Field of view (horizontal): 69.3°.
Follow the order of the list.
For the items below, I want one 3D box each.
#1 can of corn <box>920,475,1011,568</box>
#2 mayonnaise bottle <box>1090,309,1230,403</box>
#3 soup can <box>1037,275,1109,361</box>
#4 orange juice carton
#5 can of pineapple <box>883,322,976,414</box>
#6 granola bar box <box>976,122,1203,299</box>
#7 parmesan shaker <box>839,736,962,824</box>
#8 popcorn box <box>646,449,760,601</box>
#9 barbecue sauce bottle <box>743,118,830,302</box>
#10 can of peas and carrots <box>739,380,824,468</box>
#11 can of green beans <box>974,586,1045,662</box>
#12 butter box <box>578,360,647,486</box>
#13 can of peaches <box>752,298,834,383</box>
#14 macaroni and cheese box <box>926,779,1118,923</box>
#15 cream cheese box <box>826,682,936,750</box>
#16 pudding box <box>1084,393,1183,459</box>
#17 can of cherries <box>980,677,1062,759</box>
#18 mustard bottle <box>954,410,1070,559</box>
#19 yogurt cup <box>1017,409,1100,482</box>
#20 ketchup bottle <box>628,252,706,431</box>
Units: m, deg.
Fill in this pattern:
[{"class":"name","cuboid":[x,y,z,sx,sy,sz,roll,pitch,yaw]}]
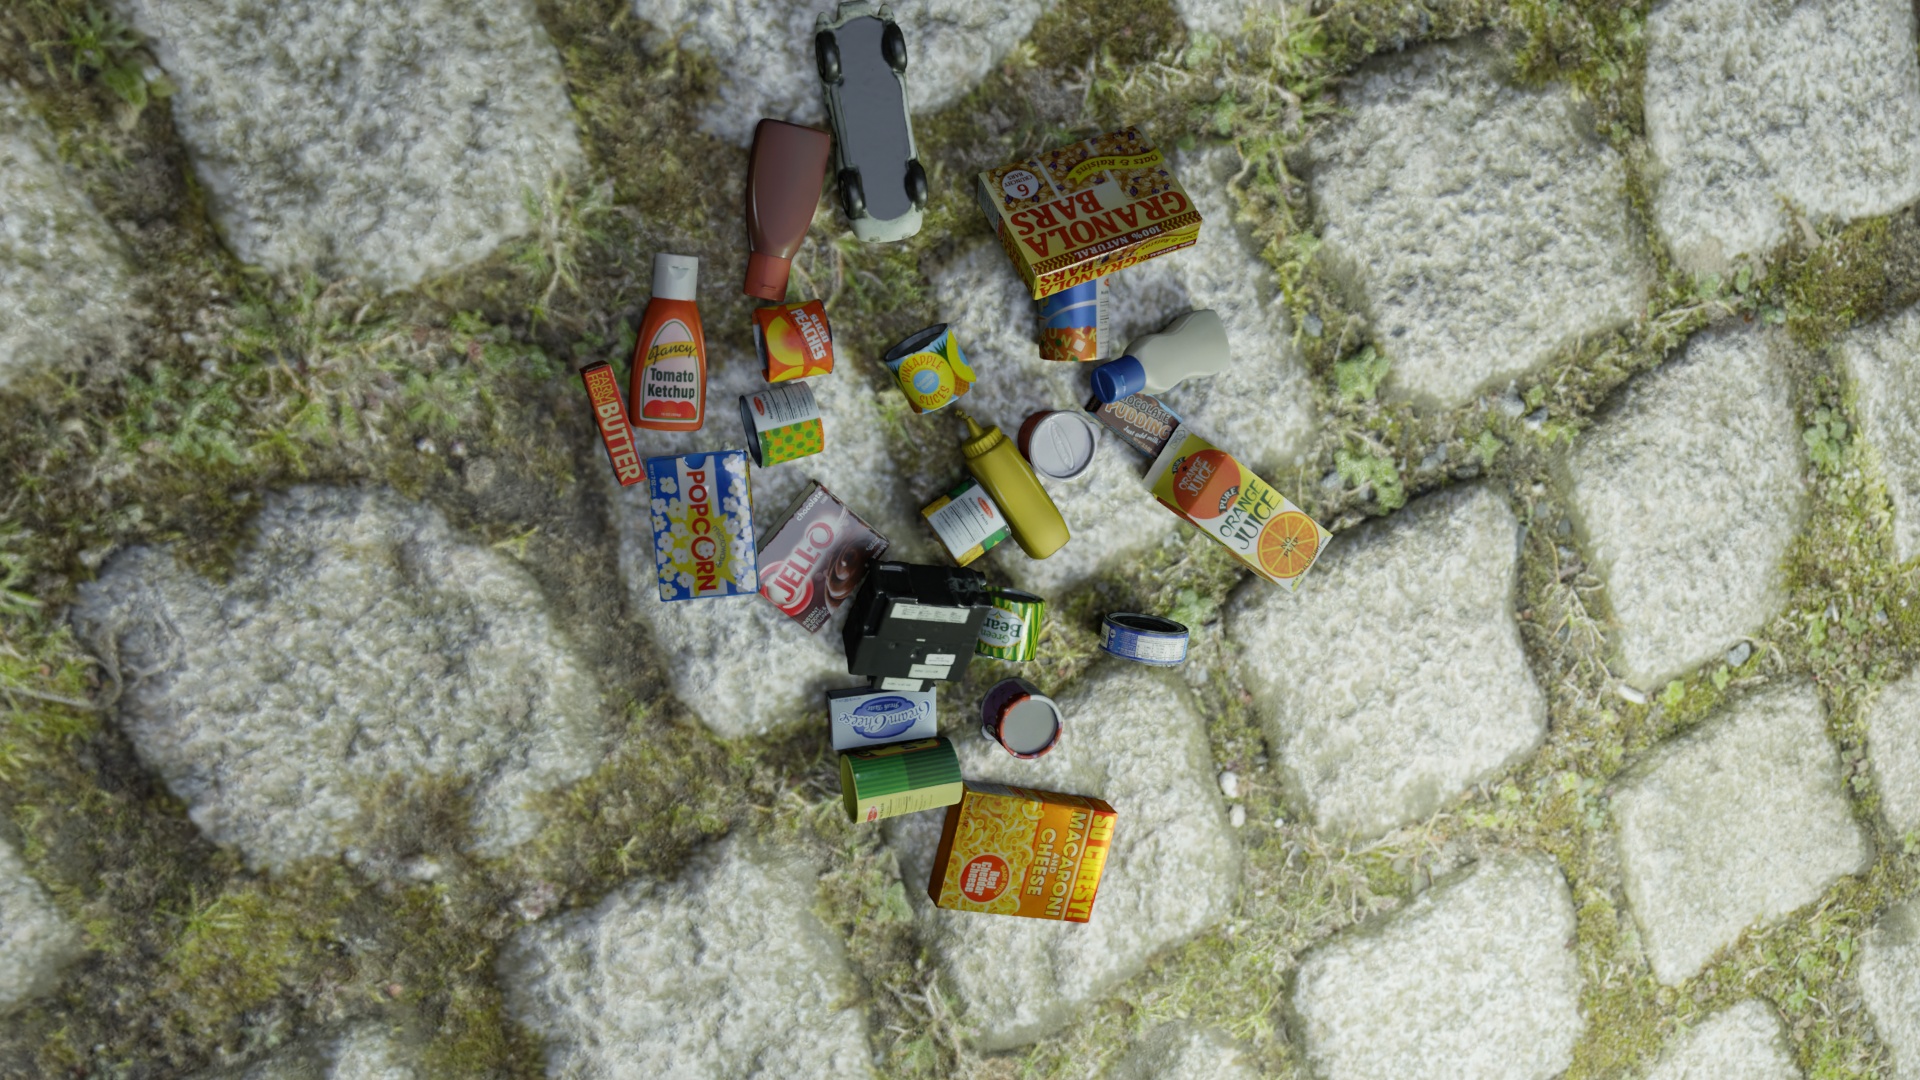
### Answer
[{"class":"can of corn","cuboid":[0.005,-0.016,1.290,0.058,0.071,0.071,-35,110,-5]},{"class":"mayonnaise bottle","cuboid":[0.188,-0.169,1.309,0.149,0.041,0.064,-25,101,-30]},{"class":"soup can","cuboid":[0.101,-0.210,1.281,0.071,0.071,0.083,-6,104,-17]},{"class":"orange juice carton","cuboid":[0.265,-0.033,1.368,0.192,0.073,0.072,34,91,-21]},{"class":"can of pineapple","cuboid":[-0.027,-0.154,1.247,0.071,0.071,0.057,-33,110,-9]},{"class":"granola bar box","cuboid":[0.114,-0.296,1.243,0.166,0.039,0.124,-21,66,-13]},{"class":"parmesan shaker","cuboid":[-0.057,0.228,1.323,0.103,0.071,0.071,-8,104,-18]},{"class":"popcorn box","cuboid":[-0.222,-0.013,1.208,0.085,0.038,0.126,-5,93,-2]},{"class":"barbecue sauce bottle","cuboid":[-0.155,-0.281,1.191,0.065,0.044,0.148,9,99,-20]},{"class":"can of peas and carrots","cuboid":[-0.156,-0.101,1.218,0.059,0.071,0.070,-16,106,-15]},{"class":"can of green beans","cuboid":[0.044,0.079,1.322,0.071,0.071,0.057,7,99,-20]},{"class":"butter box","cuboid":[-0.295,-0.100,1.177,0.024,0.053,0.103,-19,107,-15]},{"class":"can of peaches","cuboid":[-0.145,-0.173,1.202,0.058,0.071,0.071,-11,105,-15]},{"class":"macaroni and cheese box","cuboid":[0.062,0.312,1.392,0.166,0.040,0.123,12,98,-20]},{"class":"cream cheese box","cuboid":[-0.075,0.166,1.324,0.104,0.024,0.053,-6,105,-17]},{"class":"pudding box","cuboid":[0.168,-0.121,1.340,0.083,0.030,0.049,35,88,-22]},{"class":"can of cherries","cuboid":[0.058,0.175,1.351,0.071,0.058,0.071,-4,103,-18]},{"class":"mustard bottle","cuboid":[0.043,-0.057,1.295,0.049,0.065,0.160,-35,106,-8]},{"class":"yogurt cup","cuboid":[0.088,-0.092,1.306,0.072,0.054,0.072,-4,103,-17]},{"class":"ketchup bottle","cuboid":[-0.247,-0.169,1.184,0.065,0.043,0.148,2,100,-21]}]
